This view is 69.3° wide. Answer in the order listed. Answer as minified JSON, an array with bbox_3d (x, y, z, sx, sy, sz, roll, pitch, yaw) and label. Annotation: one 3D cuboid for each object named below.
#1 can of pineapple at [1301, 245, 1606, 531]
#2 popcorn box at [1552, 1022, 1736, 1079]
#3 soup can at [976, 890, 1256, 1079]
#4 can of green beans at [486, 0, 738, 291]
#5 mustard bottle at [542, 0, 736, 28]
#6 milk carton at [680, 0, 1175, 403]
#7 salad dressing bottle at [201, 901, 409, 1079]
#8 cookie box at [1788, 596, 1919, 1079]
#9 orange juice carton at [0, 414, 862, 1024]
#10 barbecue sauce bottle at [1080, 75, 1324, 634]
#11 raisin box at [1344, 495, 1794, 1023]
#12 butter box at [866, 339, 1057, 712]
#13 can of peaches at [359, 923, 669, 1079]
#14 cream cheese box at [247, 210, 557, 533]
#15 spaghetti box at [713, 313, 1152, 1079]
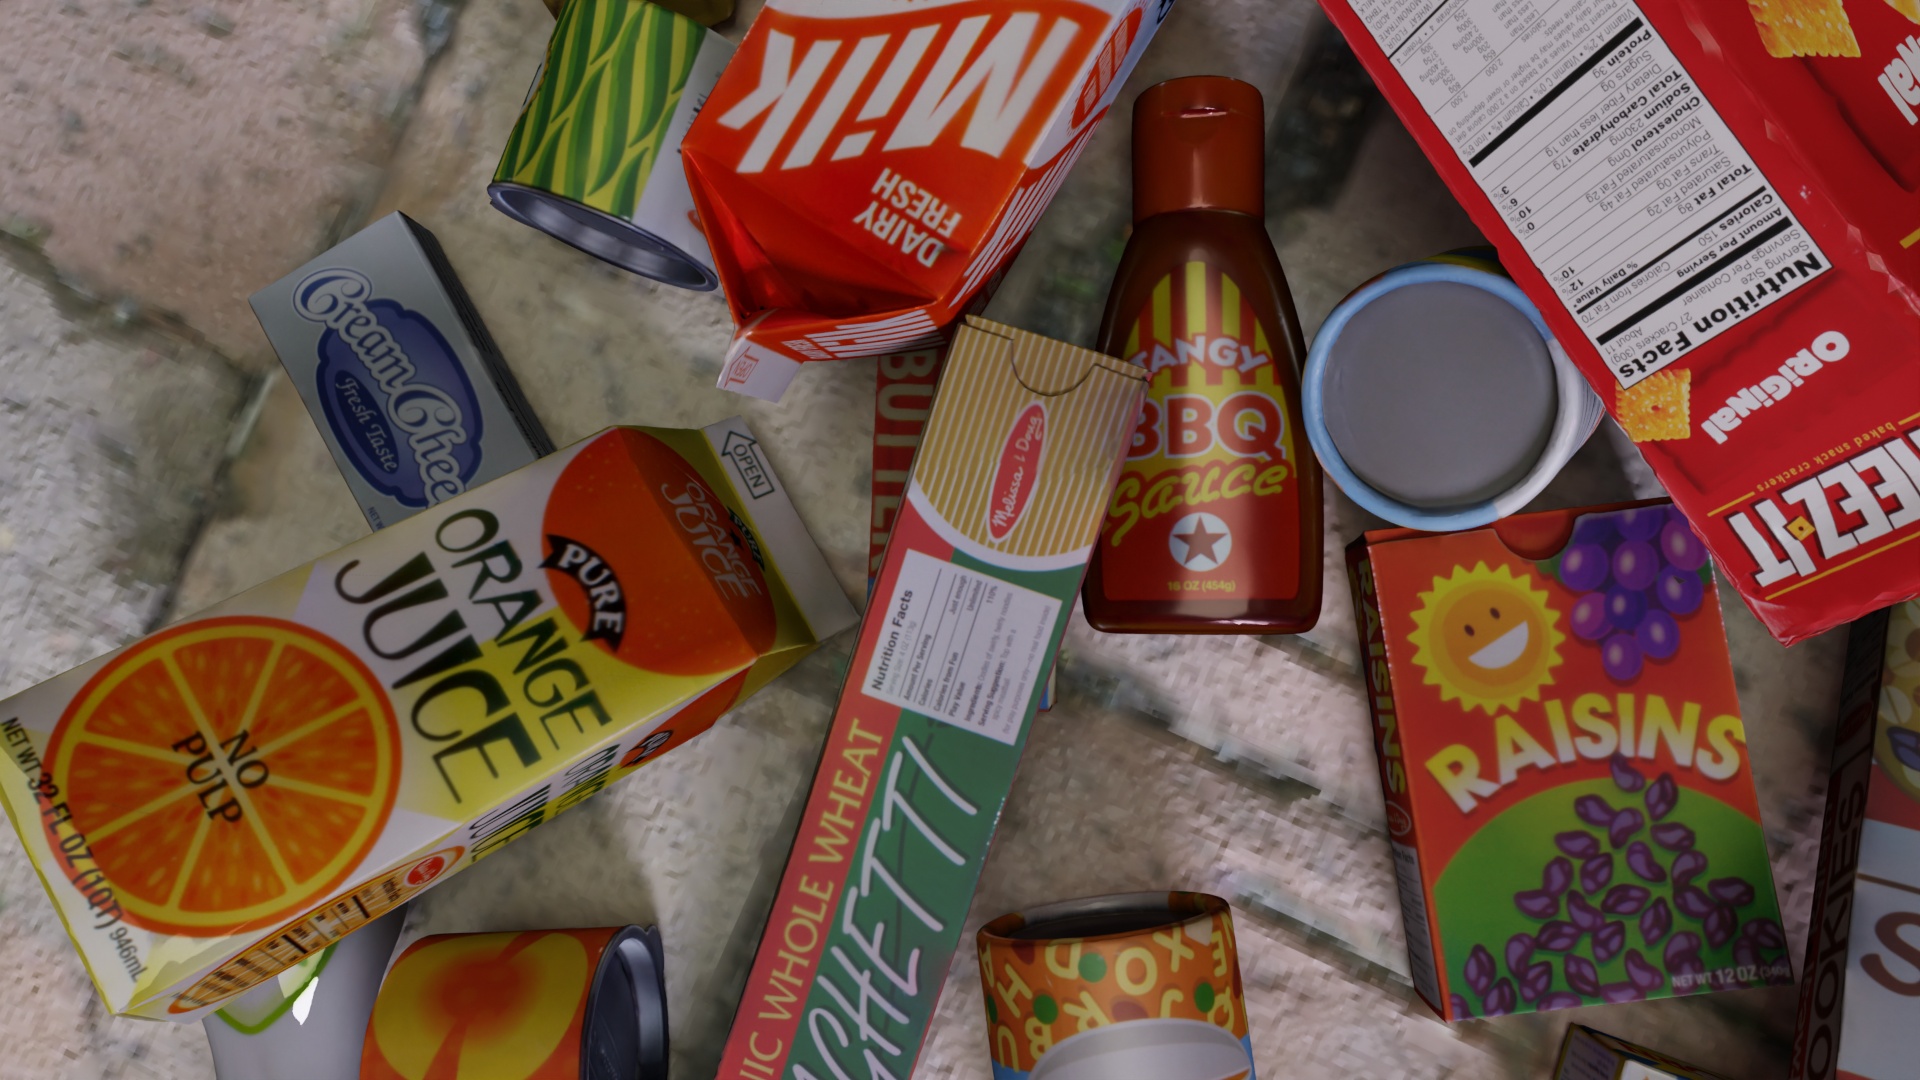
[{"bbox_3d":[0.125,-0.040,0.353,0.071,0.058,0.070,9,108,30],"label":"can of pineapple"},{"bbox_3d":[0.207,0.186,0.343,0.127,0.038,0.085,19,86,7],"label":"popcorn box"},{"bbox_3d":[0.041,0.136,0.346,0.071,0.071,0.084,-8,83,4],"label":"soup can"},{"bbox_3d":[-0.089,-0.109,0.386,0.071,0.071,0.058,20,86,7],"label":"can of green beans"},{"bbox_3d":[-0.109,-0.228,0.410,0.065,0.049,0.160,-15,83,2],"label":"mustard bottle"},{"bbox_3d":[-0.003,-0.117,0.344,0.073,0.072,0.190,32,93,3],"label":"milk carton"},{"bbox_3d":[-0.183,0.123,0.380,0.064,0.044,0.147,-5,84,3],"label":"salad dressing bottle"},{"bbox_3d":[0.267,0.088,0.314,0.123,0.040,0.168,13,69,21],"label":"cookie box"},{"bbox_3d":[-0.121,0.035,0.350,0.193,0.072,0.072,-29,81,-26],"label":"orange juice carton"},{"bbox_3d":[0.065,-0.049,0.378,0.065,0.043,0.148,0,83,11],"label":"barbecue sauce bottle"},{"bbox_3d":[0.154,0.055,0.362,0.086,0.040,0.123,-8,83,5],"label":"raisin box"},{"bbox_3d":[0.001,-0.005,0.388,0.053,0.024,0.103,1,84,4],"label":"butter box"},{"bbox_3d":[-0.114,0.134,0.364,0.058,0.071,0.071,-4,84,5],"label":"can of peaches"},{"bbox_3d":[-0.158,-0.039,0.406,0.053,0.024,0.104,-32,82,0],"label":"cream cheese box"},{"bbox_3d":[-0.014,0.068,0.358,0.050,0.029,0.249,19,96,6],"label":"spaghetti box"}]
